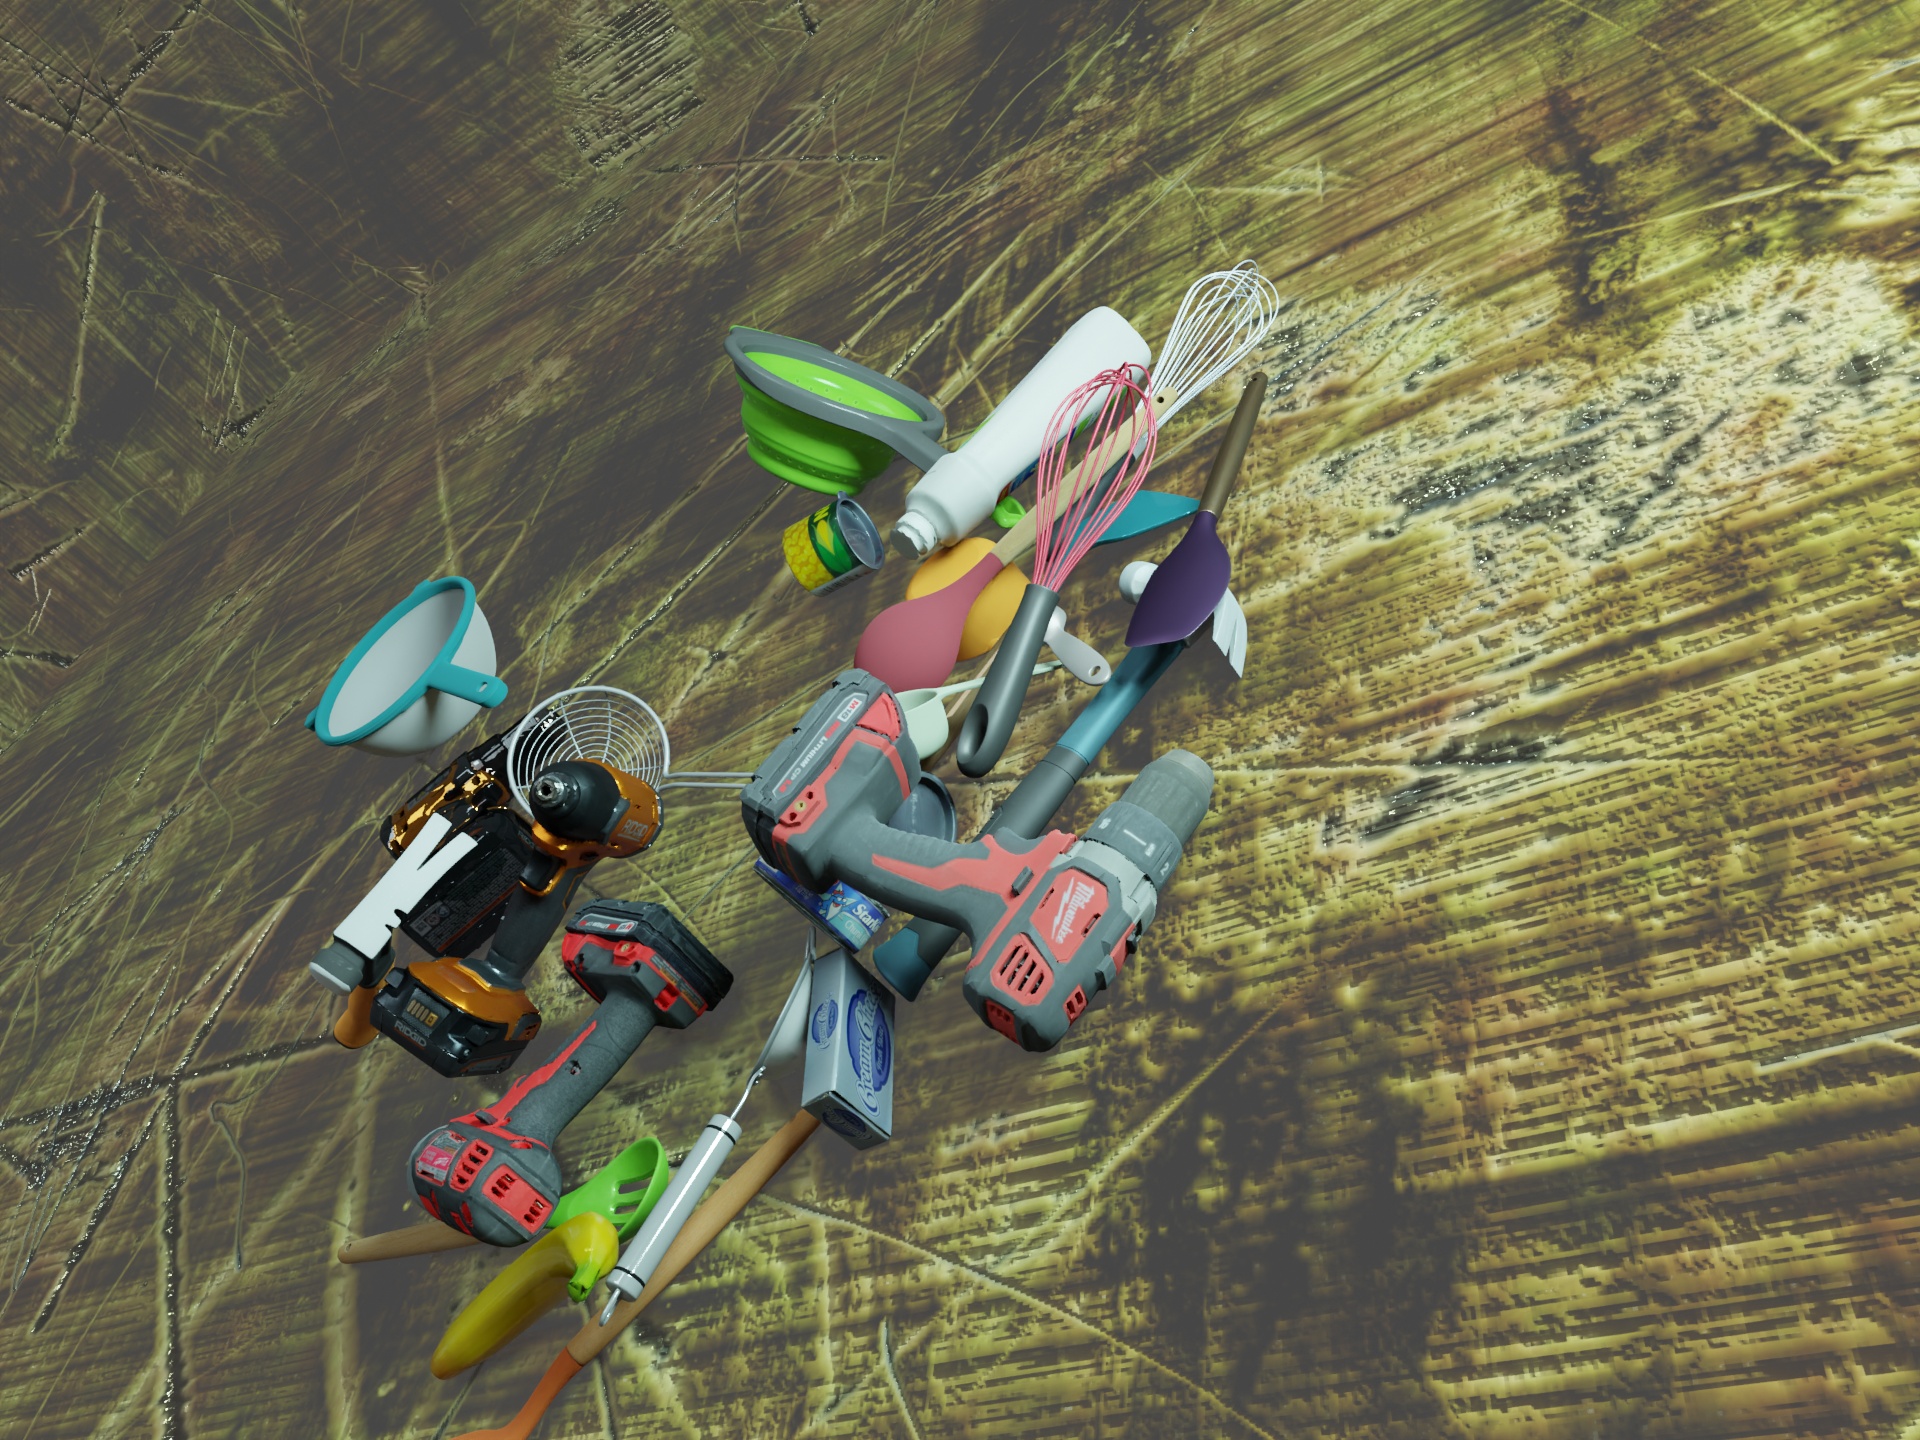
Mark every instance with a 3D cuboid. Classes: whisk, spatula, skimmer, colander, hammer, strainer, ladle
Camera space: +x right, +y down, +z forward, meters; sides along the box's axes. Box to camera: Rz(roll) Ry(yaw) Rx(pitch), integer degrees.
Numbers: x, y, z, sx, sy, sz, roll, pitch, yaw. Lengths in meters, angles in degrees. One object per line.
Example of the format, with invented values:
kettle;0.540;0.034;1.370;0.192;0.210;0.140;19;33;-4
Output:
whisk;0.143;-0.230;1.178;0.284;0.070;0.070;-53;35;-12
spatula;0.045;-0.049;1.093;0.317;0.044;0.082;-52;34;-10
spatula;-0.200;0.326;0.876;0.322;0.041;0.081;-44;8;-9
skimmer;-0.201;0.031;1.179;0.363;0.090;0.127;-1;58;44
spatula;0.170;-0.147;1.050;0.060;0.018;0.316;-8;36;30
colander;-0.078;-0.218;1.348;0.398;0.204;0.094;42;118;42
hammer;-0.414;0.173;1.133;0.127;0.034;0.336;-57;6;-31
hammer;0.059;0.032;0.971;0.331;0.033;0.128;-50;33;-15
whisk;0.059;-0.099;1.014;0.073;0.073;0.296;7;71;49
strainer;-0.127;0.225;0.893;0.258;0.050;0.086;-57;-5;-37
ladle;0.044;-0.128;1.109;0.069;0.031;0.315;42;77;16
strainer;-0.495;-0.027;1.545;0.341;0.095;0.211;13;63;49

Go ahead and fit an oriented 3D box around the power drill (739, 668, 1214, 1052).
power drill;0.013;0.057;0.889;0.227;0.080;0.188;28;66;26

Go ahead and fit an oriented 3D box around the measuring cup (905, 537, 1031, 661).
measuring cup;-0.032;-0.068;1.161;0.173;0.052;0.095;-34;33;7

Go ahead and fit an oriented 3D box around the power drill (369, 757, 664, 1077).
power drill;-0.298;0.126;1.082;0.084;0.164;0.226;31;84;11

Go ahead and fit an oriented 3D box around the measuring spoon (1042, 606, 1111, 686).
measuring spoon;0.066;-0.050;1.015;0.034;0.018;0.124;-43;28;1

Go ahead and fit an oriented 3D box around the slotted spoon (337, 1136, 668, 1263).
slotted spoon;-0.291;0.315;0.996;0.314;0.031;0.070;-20;38;31

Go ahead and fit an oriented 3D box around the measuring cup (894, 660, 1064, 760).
measuring cup;-0.002;-0.003;1.038;0.167;0.038;0.083;-15;12;-4

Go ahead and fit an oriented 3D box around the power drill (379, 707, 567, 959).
power drill;-0.396;0.084;1.330;0.185;0.084;0.226;-41;28;-3

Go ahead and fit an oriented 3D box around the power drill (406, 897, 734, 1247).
power drill;-0.256;0.220;1.000;0.143;0.078;0.220;-5;41;50
